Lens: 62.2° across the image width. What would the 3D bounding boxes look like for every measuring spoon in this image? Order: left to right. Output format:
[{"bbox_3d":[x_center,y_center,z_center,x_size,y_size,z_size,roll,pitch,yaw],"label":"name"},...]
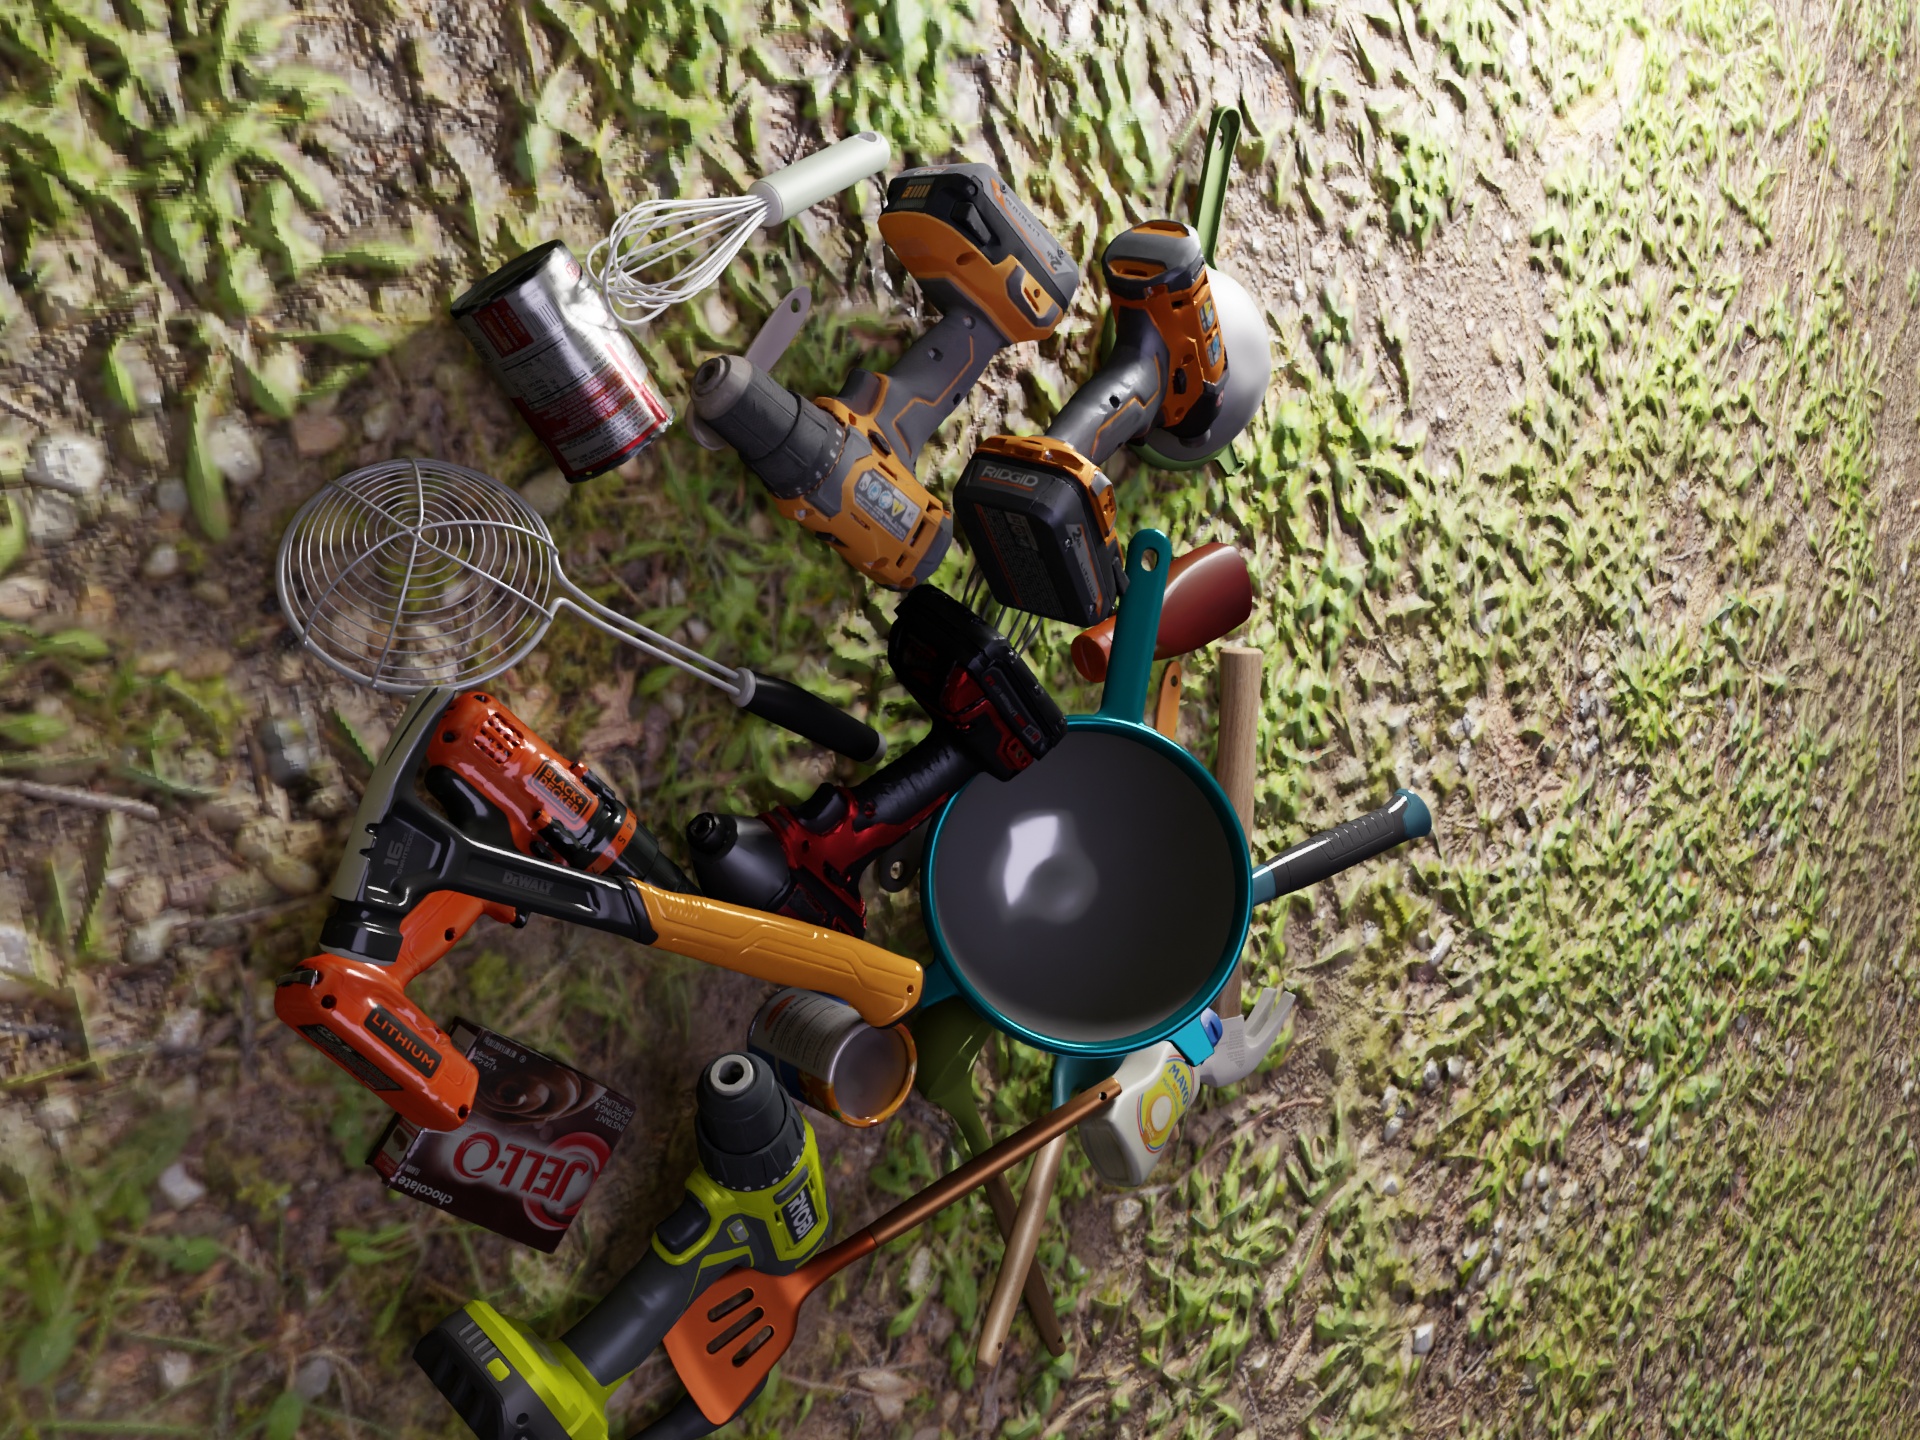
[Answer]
[{"bbox_3d":[-0.121,-0.203,0.902,0.124,0.018,0.034,-60,139,-25],"label":"measuring spoon"},{"bbox_3d":[0.064,0.114,1.087,0.042,0.021,0.128,-10,100,-38],"label":"measuring spoon"},{"bbox_3d":[0.150,0.015,1.153,0.021,0.011,0.117,5,92,-40],"label":"measuring spoon"}]

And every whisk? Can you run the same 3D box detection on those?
[{"bbox_3d":[-0.219,0.438,0.881,0.284,0.070,0.070,-23,110,-40],"label":"whisk"},{"bbox_3d":[-0.110,-0.274,0.855,0.246,0.058,0.059,-45,153,-43],"label":"whisk"},{"bbox_3d":[-0.002,-0.004,1.005,0.055,0.055,0.239,26,84,-39],"label":"whisk"}]

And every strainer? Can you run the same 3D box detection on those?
[{"bbox_3d":[0.085,0.046,1.032,0.211,0.095,0.340,13,77,-7],"label":"strainer"},{"bbox_3d":[0.181,-0.300,1.098,0.151,0.069,0.256,9,92,-40],"label":"strainer"}]

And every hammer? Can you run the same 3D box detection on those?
[{"bbox_3d":[-0.144,0.094,0.805,0.336,0.034,0.127,25,75,-40],"label":"hammer"},{"bbox_3d":[0.205,0.110,1.198,0.130,0.031,0.331,-2,97,-39],"label":"hammer"},{"bbox_3d":[0.236,0.114,1.179,0.331,0.033,0.128,-18,104,-34],"label":"hammer"}]

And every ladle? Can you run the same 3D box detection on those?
[{"bbox_3d":[0.033,0.316,1.070,0.078,0.062,0.320,-41,123,-40],"label":"ladle"}]

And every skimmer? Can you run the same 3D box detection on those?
[{"bbox_3d":[-0.181,-0.031,0.858,0.363,0.090,0.127,28,52,-49],"label":"skimmer"}]

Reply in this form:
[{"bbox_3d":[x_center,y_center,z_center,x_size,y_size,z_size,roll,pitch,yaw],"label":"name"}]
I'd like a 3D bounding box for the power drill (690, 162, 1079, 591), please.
[{"bbox_3d":[-0.044,-0.212,0.916,0.185,0.084,0.226,36,77,-41],"label":"power drill"}]

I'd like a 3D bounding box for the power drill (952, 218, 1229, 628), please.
[{"bbox_3d":[0.095,-0.169,0.971,0.226,0.084,0.164,-58,147,-22],"label":"power drill"}]

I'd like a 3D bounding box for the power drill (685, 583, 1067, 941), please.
[{"bbox_3d":[-0.054,0.036,0.910,0.219,0.079,0.143,-46,137,-6],"label":"power drill"}]

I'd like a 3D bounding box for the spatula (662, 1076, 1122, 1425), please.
[{"bbox_3d":[-0.032,0.309,0.985,0.322,0.041,0.081,-28,87,-16],"label":"spatula"}]

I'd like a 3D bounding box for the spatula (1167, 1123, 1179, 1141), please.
[{"bbox_3d":[0.118,0.157,1.131,0.060,0.018,0.315,-28,109,-48],"label":"spatula"}]

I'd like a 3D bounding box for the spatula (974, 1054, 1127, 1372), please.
[{"bbox_3d":[0.066,0.290,1.051,0.082,0.044,0.318,66,29,-26],"label":"spatula"}]

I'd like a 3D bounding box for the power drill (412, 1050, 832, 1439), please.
[{"bbox_3d":[-0.167,0.289,0.849,0.228,0.080,0.190,-40,147,-27],"label":"power drill"}]
